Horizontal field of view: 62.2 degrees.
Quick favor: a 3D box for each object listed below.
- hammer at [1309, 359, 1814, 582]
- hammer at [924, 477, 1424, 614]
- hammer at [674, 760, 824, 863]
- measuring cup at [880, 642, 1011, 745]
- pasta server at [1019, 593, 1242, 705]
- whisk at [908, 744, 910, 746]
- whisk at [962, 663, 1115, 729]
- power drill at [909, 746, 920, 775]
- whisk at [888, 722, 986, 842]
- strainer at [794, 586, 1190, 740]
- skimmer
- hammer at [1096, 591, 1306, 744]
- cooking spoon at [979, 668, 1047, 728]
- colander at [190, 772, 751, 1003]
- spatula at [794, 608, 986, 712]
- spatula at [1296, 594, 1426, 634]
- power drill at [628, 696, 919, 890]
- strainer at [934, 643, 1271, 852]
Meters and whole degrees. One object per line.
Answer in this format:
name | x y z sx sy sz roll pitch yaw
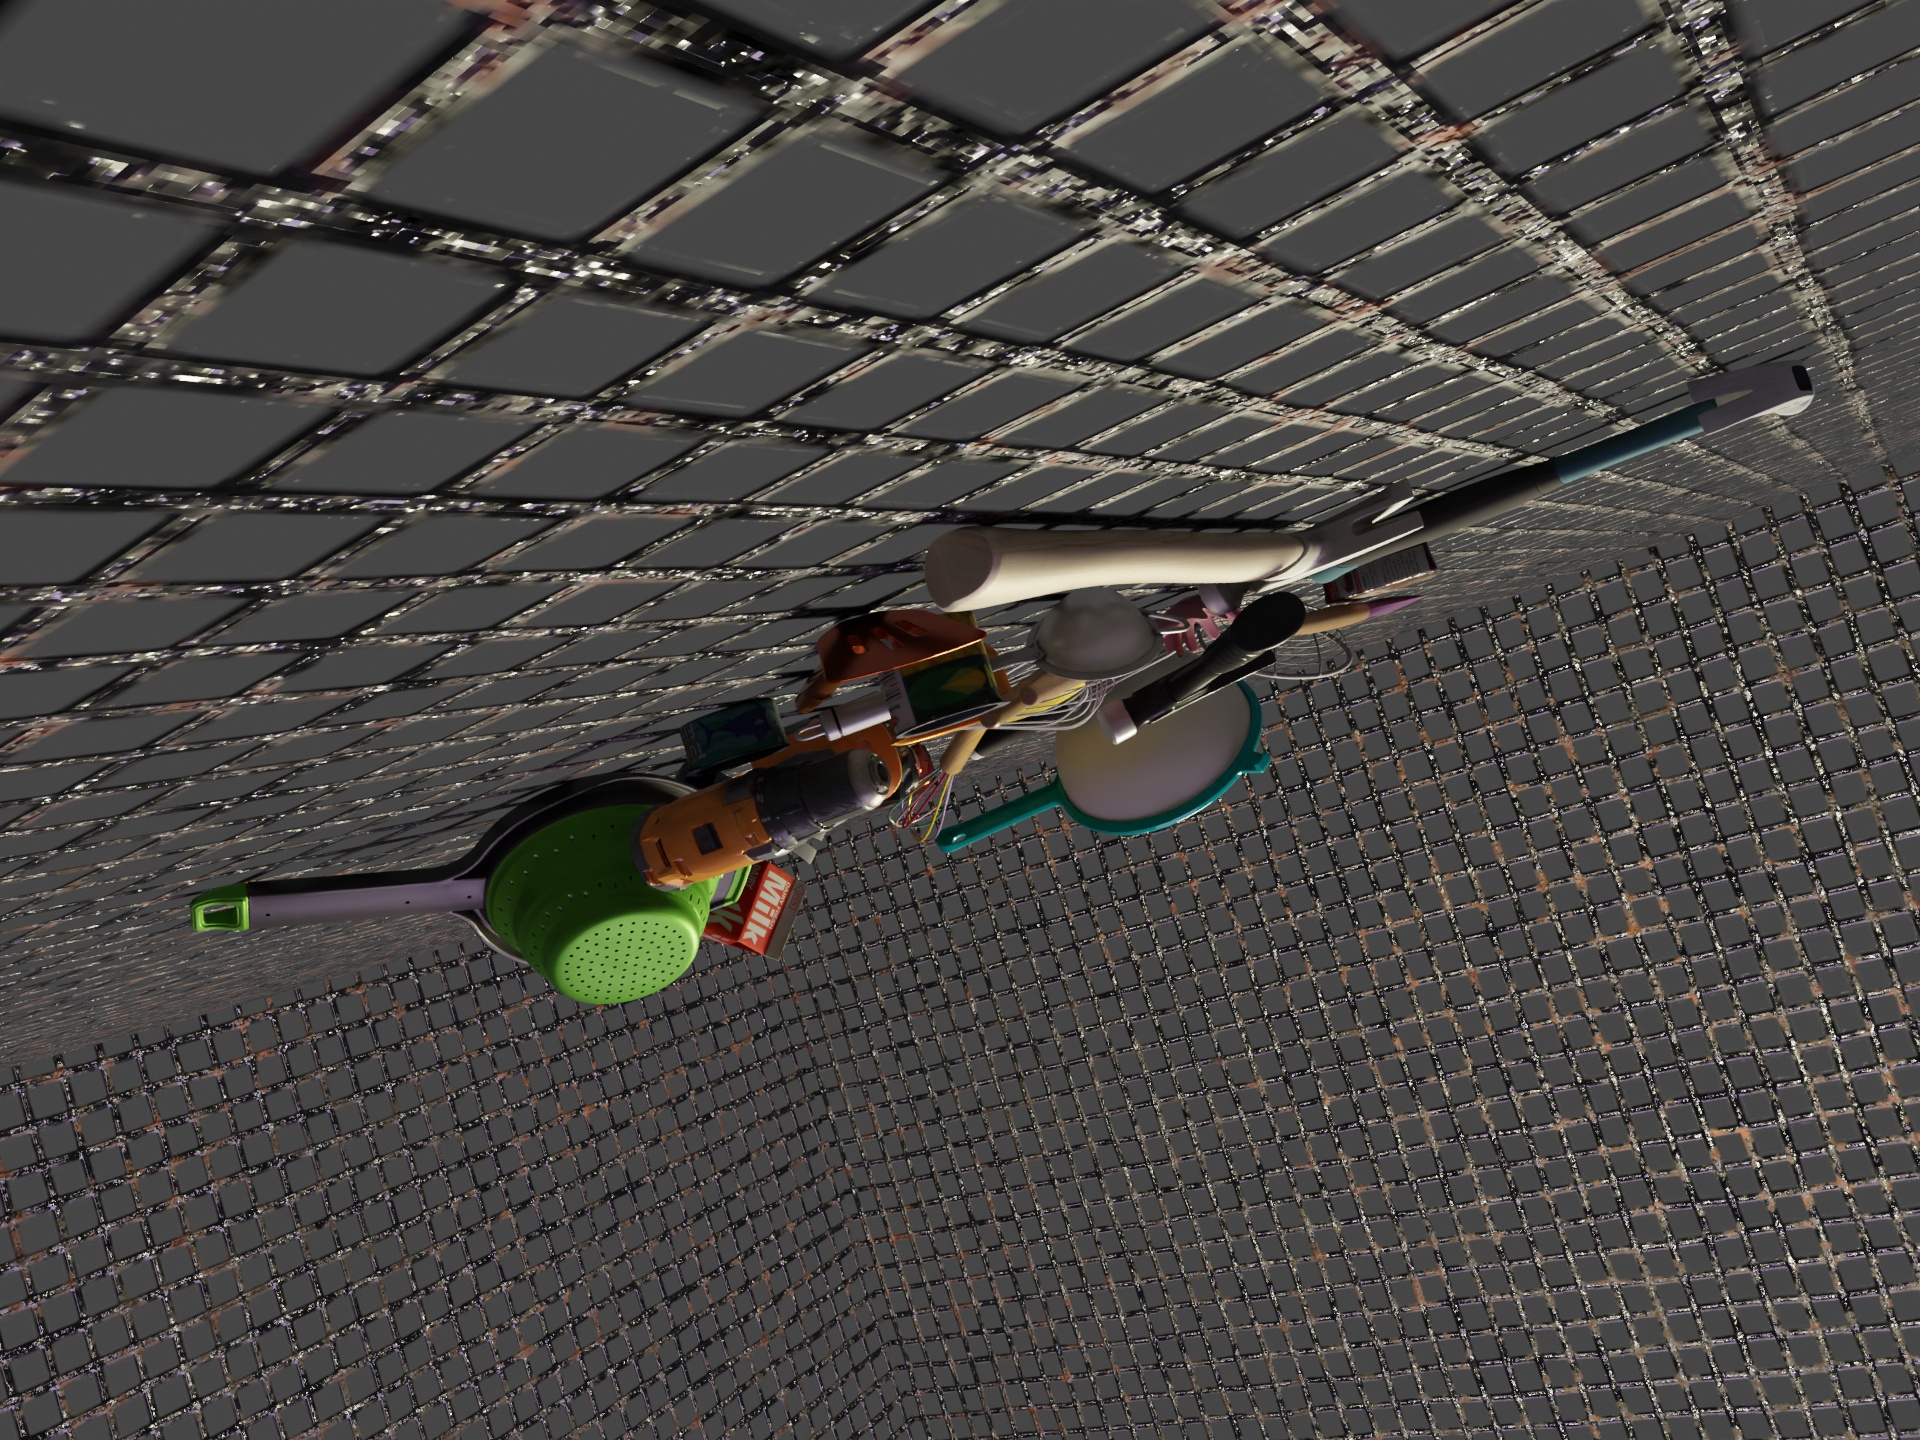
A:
hammer | 0.384 -0.160 1.055 0.331 0.033 0.128 -21 176 31
hammer | 0.118 -0.090 0.840 0.146 0.038 0.410 -22 174 32
hammer | -0.229 0.091 1.387 0.127 0.034 0.337 29 162 -19
measuring cup | -0.020 -0.015 1.118 0.095 0.052 0.173 -17 177 -15
pasta server | 0.123 -0.048 1.118 0.060 0.040 0.316 -31 177 33
whisk | -0.064 0.017 1.400 0.239 0.055 0.055 -25 173 25
whisk | -0.003 -0.005 1.315 0.284 0.070 0.070 -15 178 30
power drill | -0.152 0.074 1.547 0.226 0.080 0.188 -21 175 5
whisk | -0.018 0.048 1.480 0.051 0.047 0.244 20 147 -7
strainer | 0.019 -0.035 0.981 0.258 0.050 0.087 -20 -143 -5
skimmer | 0.163 -0.016 1.401 0.363 0.090 0.127 -27 -170 32
hammer | 0.188 -0.045 1.129 0.146 0.035 0.334 -27 175 -6
cooking spoon | 0.073 -0.038 1.114 0.069 0.017 0.319 -24 -176 24
colander | -0.329 0.145 1.136 0.397 0.095 0.204 -3 134 -25
spatula | -0.064 -0.024 0.891 0.081 0.041 0.322 -18 177 -15
spatula | 0.315 -0.086 1.286 0.060 0.018 0.316 -14 180 30
power drill | -0.104 0.045 1.123 0.185 0.084 0.226 -20 -175 23
strainer | 0.112 0.026 1.505 0.340 0.095 0.211 -25 -145 12
